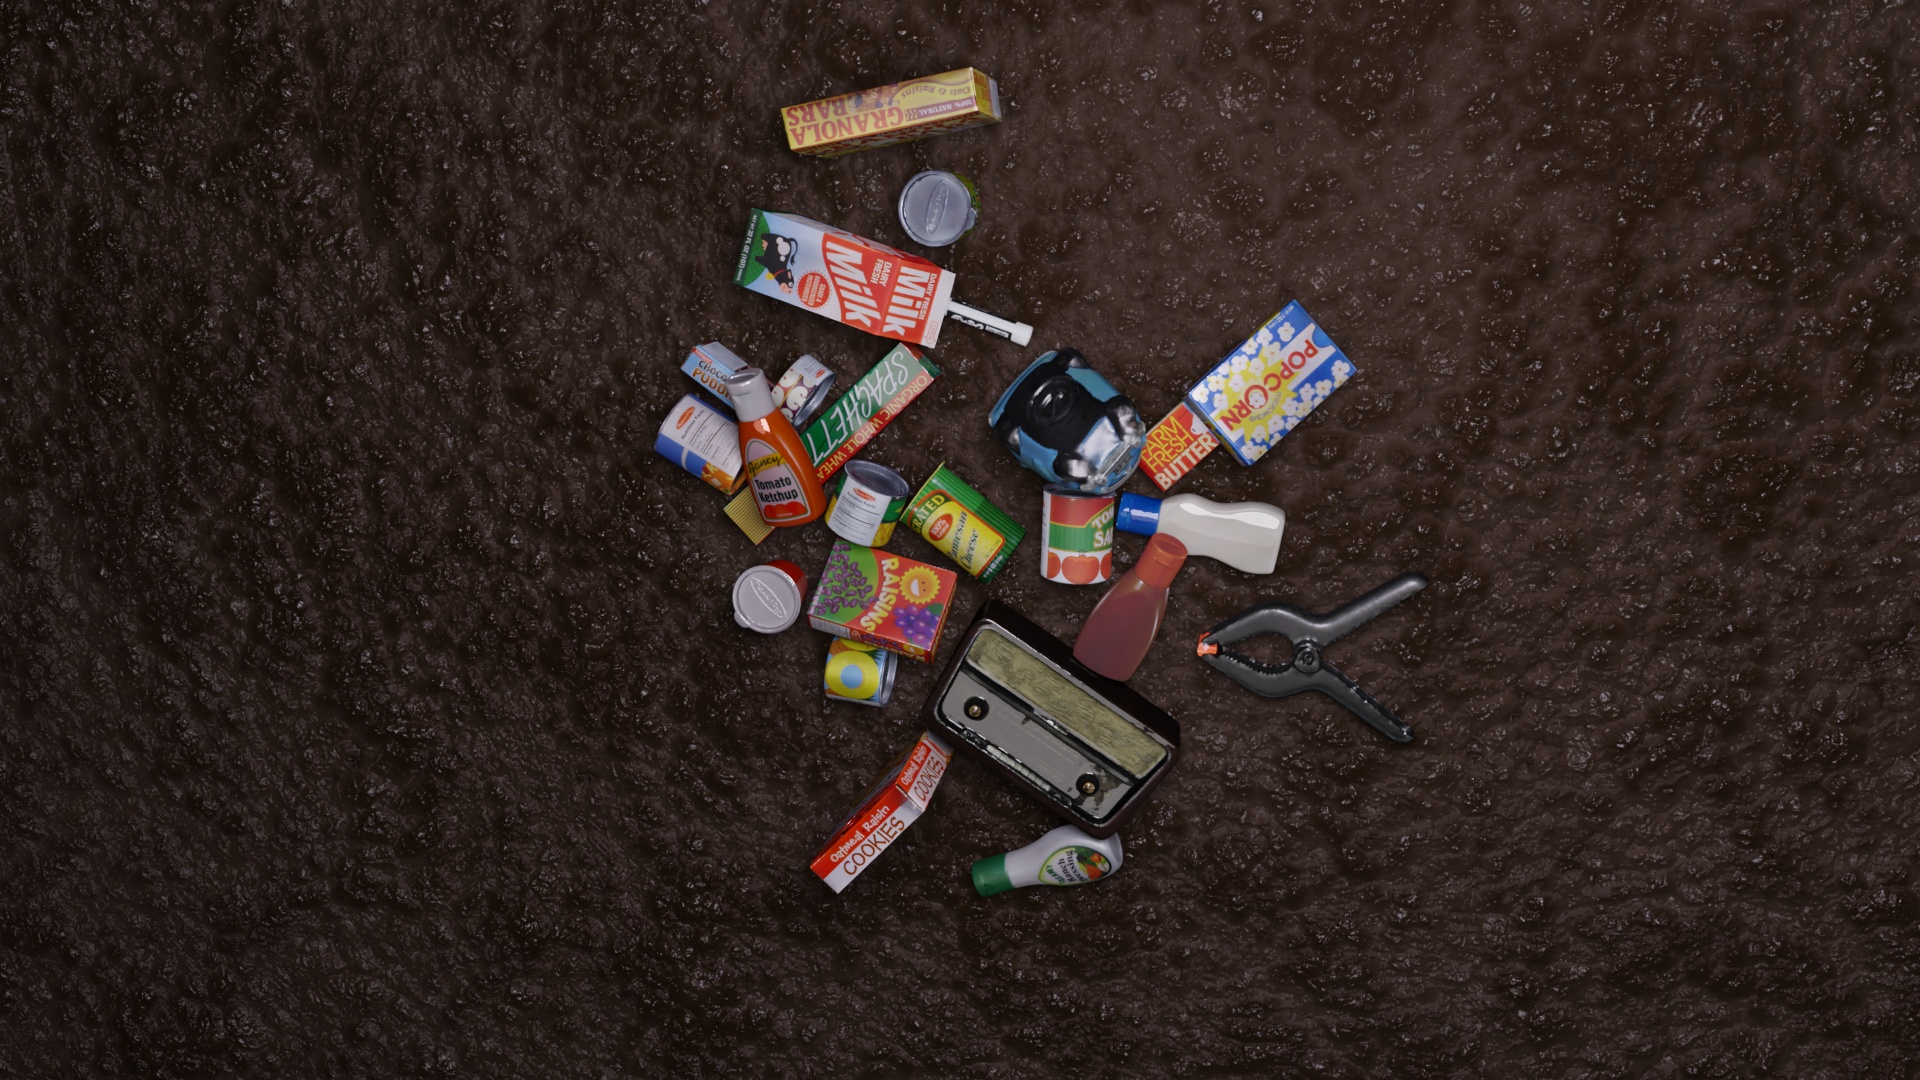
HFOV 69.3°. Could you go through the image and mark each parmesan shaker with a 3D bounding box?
[{"bbox_3d":[0.005,-0.016,1.300,0.103,0.071,0.071,37,107,0],"label":"parmesan shaker"}]

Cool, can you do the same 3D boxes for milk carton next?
[{"bbox_3d":[-0.100,-0.236,1.252,0.191,0.073,0.072,21,106,14],"label":"milk carton"}]

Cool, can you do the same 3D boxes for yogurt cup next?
[{"bbox_3d":[-0.182,0.051,1.359,0.072,0.054,0.072,2,104,10],"label":"yogurt cup"}]

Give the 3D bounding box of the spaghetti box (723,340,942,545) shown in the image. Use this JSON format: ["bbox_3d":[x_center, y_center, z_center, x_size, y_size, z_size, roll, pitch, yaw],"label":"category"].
[{"bbox_3d":[-0.124,-0.093,1.327,0.249,0.029,0.050,-41,94,17],"label":"spaghetti box"}]

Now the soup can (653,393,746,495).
[{"bbox_3d":[-0.240,-0.091,1.332,0.084,0.071,0.071,31,107,1],"label":"soup can"}]

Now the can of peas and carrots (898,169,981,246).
[{"bbox_3d":[-0.015,-0.297,1.242,0.071,0.059,0.070,2,104,10],"label":"can of peas and carrots"}]

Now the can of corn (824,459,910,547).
[{"bbox_3d":[-0.087,-0.036,1.314,0.071,0.071,0.058,26,113,4],"label":"can of corn"}]

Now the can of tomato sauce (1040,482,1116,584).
[{"bbox_3d":[0.110,-0.007,1.283,0.071,0.071,0.082,4,105,10],"label":"can of tomato sauce"}]

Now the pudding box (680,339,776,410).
[{"bbox_3d":[-0.218,-0.153,1.319,0.084,0.050,0.030,37,109,0],"label":"pudding box"}]

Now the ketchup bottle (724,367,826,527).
[{"bbox_3d":[-0.174,-0.085,1.279,0.064,0.044,0.148,-6,119,22],"label":"ketchup bottle"}]

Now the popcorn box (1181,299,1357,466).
[{"bbox_3d":[0.269,-0.137,1.220,0.126,0.038,0.085,-42,92,0],"label":"popcorn box"}]

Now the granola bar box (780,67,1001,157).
[{"bbox_3d":[-0.055,-0.366,1.199,0.165,0.124,0.039,-8,101,13],"label":"granola bar box"}]

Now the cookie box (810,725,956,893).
[{"bbox_3d":[-0.070,0.249,1.325,0.040,0.168,0.122,43,107,-1],"label":"cookie box"}]

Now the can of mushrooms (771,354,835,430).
[{"bbox_3d":[-0.151,-0.138,1.301,0.033,0.071,0.071,37,107,1],"label":"can of mushrooms"}]

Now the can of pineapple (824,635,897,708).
[{"bbox_3d":[-0.096,0.124,1.354,0.058,0.071,0.070,9,105,9],"label":"can of pineapple"}]

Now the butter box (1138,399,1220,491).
[{"bbox_3d":[0.207,-0.097,1.266,0.103,0.024,0.053,-43,92,16],"label":"butter box"}]

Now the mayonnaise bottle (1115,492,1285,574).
[{"bbox_3d":[0.219,-0.013,1.275,0.148,0.041,0.064,12,109,9],"label":"mayonnaise bottle"}]

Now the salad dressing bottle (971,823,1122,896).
[{"bbox_3d":[0.085,0.318,1.376,0.147,0.044,0.064,-19,121,18],"label":"salad dressing bottle"}]

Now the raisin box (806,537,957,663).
[{"bbox_3d":[-0.073,0.058,1.326,0.123,0.040,0.086,16,66,7],"label":"raisin box"}]

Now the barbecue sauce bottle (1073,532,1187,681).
[{"bbox_3d":[0.161,0.060,1.283,0.065,0.044,0.147,27,122,2],"label":"barbecue sauce bottle"}]
